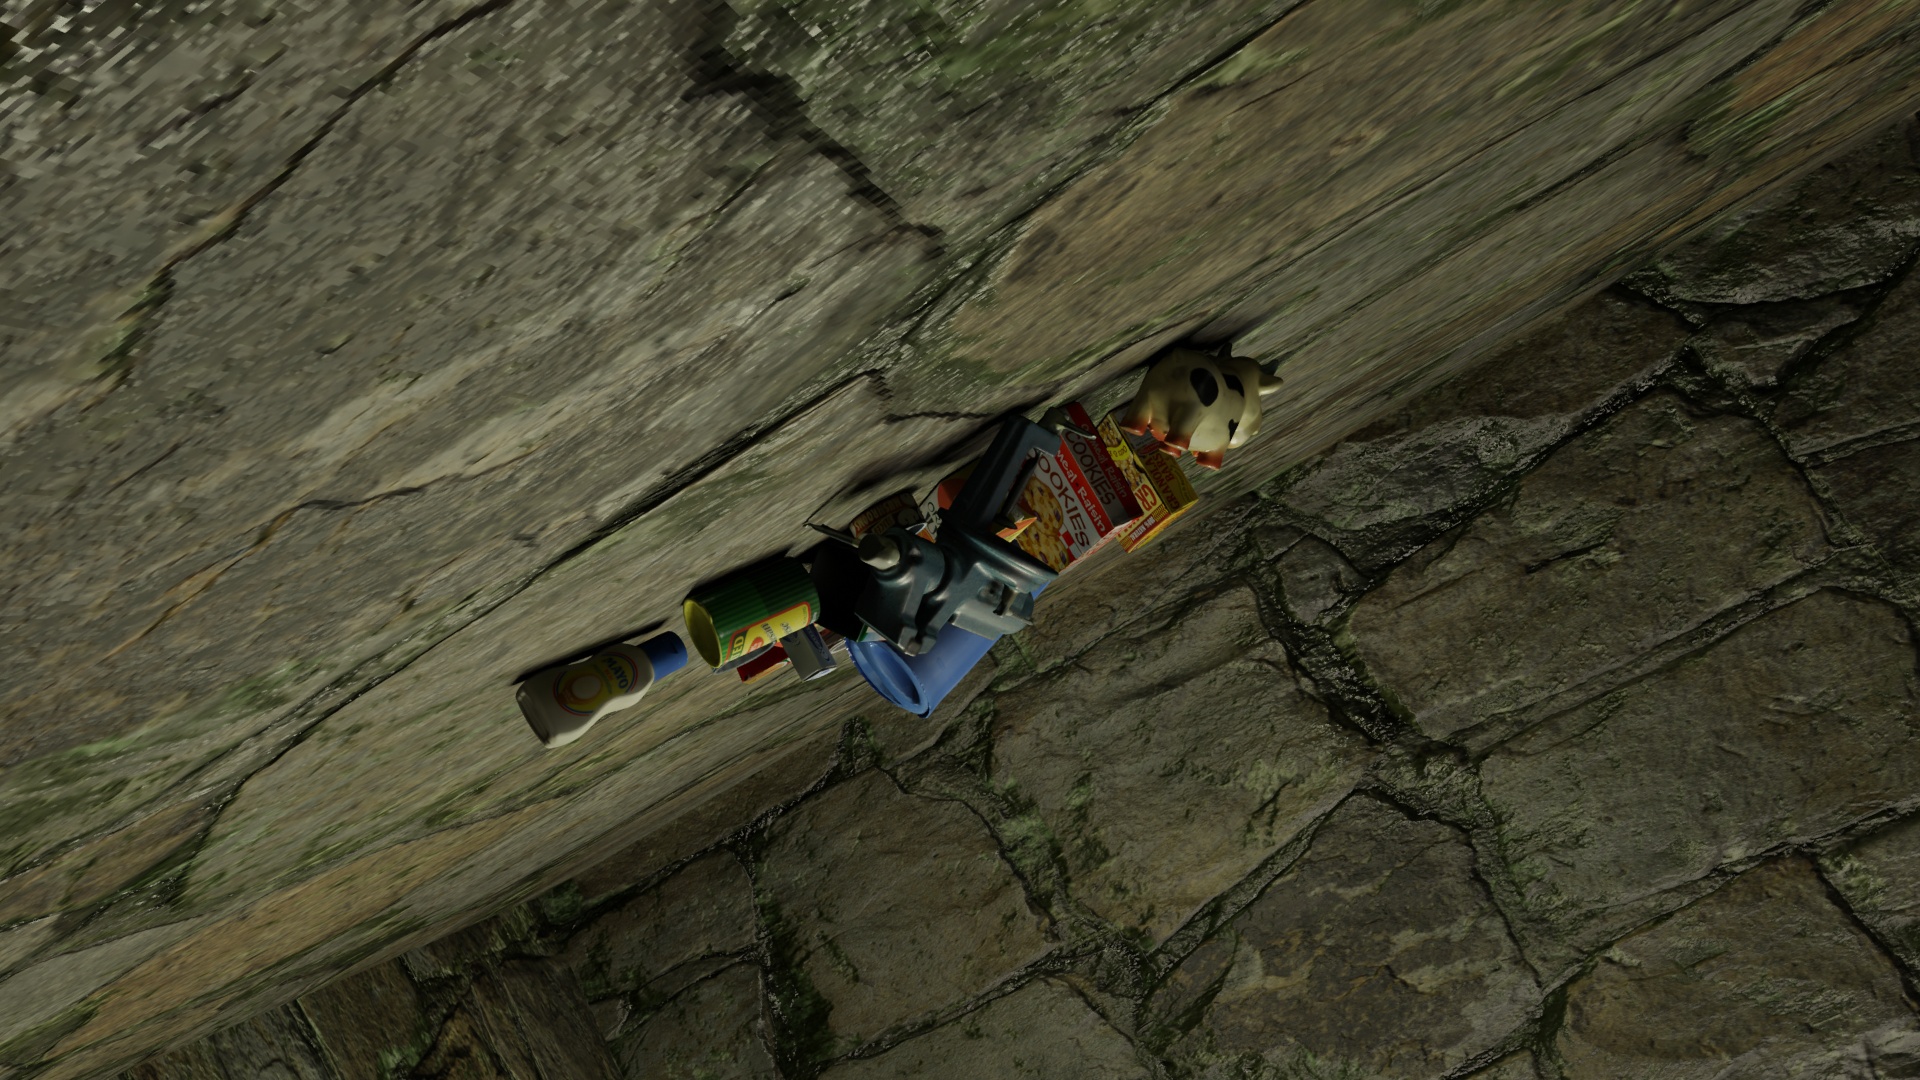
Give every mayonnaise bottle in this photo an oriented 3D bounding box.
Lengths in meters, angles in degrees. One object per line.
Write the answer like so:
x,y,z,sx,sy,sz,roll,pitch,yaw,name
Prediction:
-0.308,0.123,1.213,0.149,0.065,0.041,-27,169,-41,mayonnaise bottle

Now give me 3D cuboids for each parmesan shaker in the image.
-0.183,0.061,1.227,0.103,0.071,0.071,-24,171,-29,parmesan shaker

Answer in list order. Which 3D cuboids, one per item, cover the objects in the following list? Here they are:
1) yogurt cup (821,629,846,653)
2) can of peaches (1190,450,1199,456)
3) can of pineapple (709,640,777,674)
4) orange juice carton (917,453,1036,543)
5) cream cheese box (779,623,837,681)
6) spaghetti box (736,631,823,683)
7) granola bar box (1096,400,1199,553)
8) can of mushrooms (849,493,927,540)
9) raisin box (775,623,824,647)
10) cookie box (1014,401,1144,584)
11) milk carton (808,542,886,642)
-0.136,0.094,1.633,0.072,0.054,0.072,-28,172,-4,yogurt cup
0.285,-0.138,1.612,0.071,0.058,0.071,-28,172,-4,can of peaches
-0.213,0.084,1.296,0.071,0.058,0.071,-29,172,-4,can of pineapple
0.011,-0.022,1.354,0.073,0.072,0.192,-26,172,-25,orange juice carton
-0.157,0.082,1.314,0.024,0.104,0.053,-32,172,10,cream cheese box
-0.159,0.106,1.713,0.250,0.029,0.050,-28,172,-4,spaghetti box
0.182,-0.065,1.481,0.039,0.124,0.165,-28,172,-15,granola bar box
-0.067,-0.014,1.274,0.071,0.033,0.071,-28,172,-4,can of mushrooms
-0.168,0.078,1.476,0.086,0.040,0.123,-28,171,1,raisin box
0.096,-0.043,1.328,0.040,0.123,0.166,-25,171,-28,cookie box
-0.093,0.052,1.367,0.073,0.072,0.190,-67,167,2,milk carton
